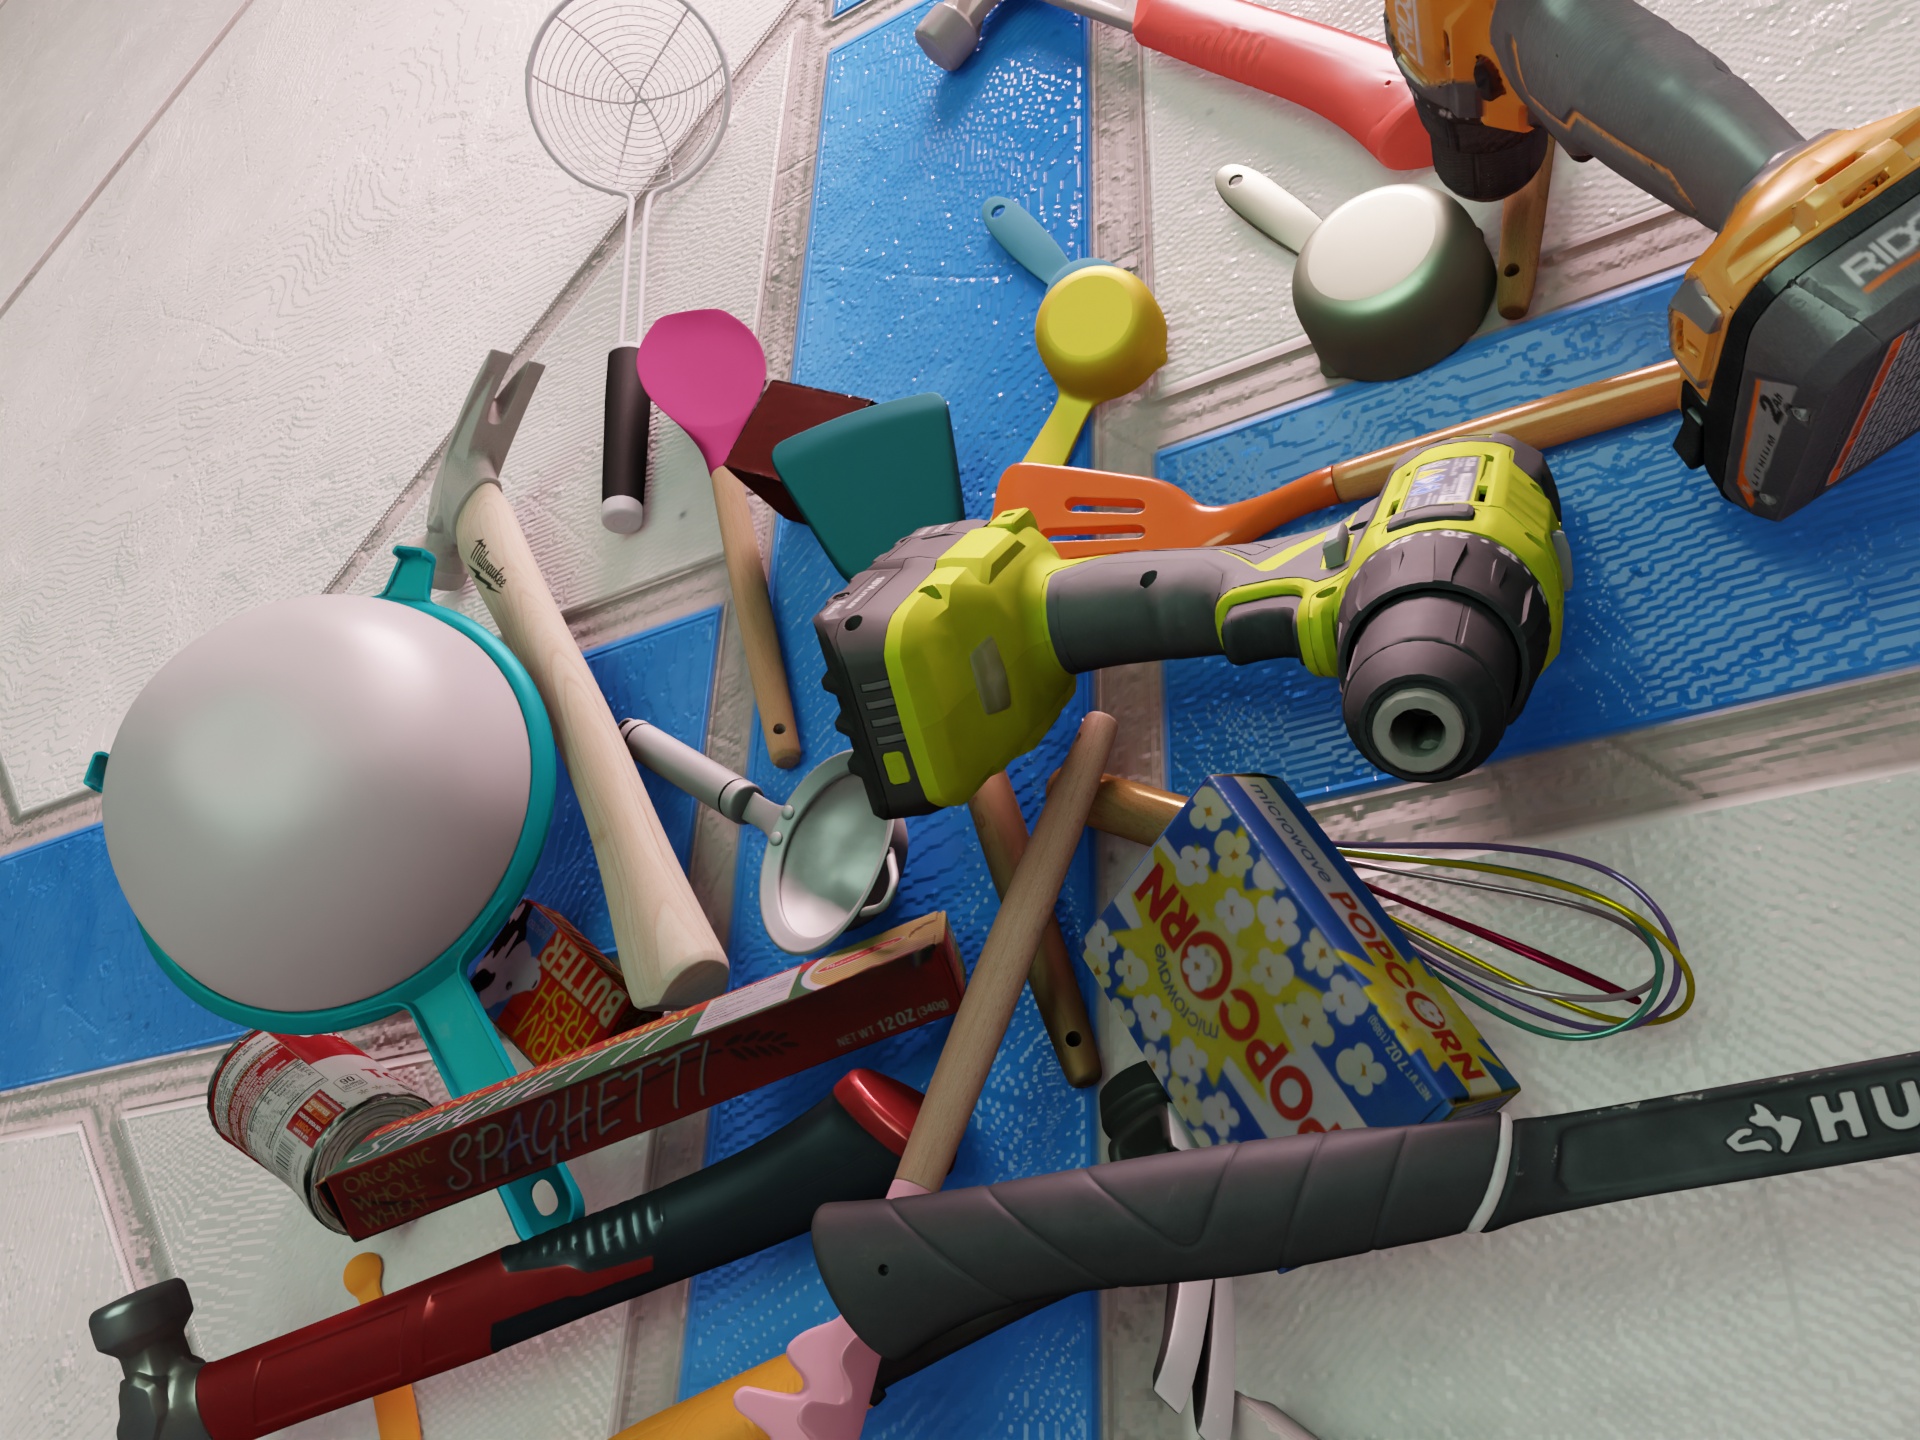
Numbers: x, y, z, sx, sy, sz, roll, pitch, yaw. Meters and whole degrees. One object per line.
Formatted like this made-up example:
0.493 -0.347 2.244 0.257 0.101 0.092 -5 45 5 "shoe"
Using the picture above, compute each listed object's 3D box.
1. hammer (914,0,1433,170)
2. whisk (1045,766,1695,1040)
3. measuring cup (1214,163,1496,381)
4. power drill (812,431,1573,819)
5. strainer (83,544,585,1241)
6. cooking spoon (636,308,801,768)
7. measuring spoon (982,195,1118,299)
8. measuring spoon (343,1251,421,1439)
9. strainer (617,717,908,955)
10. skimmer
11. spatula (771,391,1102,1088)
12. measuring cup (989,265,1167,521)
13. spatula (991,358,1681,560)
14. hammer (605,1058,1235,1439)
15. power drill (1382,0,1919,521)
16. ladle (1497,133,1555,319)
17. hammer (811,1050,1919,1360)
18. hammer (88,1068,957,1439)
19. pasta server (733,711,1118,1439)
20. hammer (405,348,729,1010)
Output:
0.117 -0.342 0.765 0.149 0.036 0.359 -48 46 3 "hammer"
0.120 0.053 0.529 0.245 0.047 0.051 16 76 46 "whisk"
0.148 -0.203 0.656 0.083 0.038 0.168 -43 49 8 "measuring cup"
0.074 -0.026 0.510 0.228 0.080 0.190 -7 21 25 "power drill"
-0.259 0.072 0.673 0.211 0.095 0.341 -35 66 -4 "strainer"
-0.115 -0.105 0.801 0.068 0.017 0.319 -10 53 -9 "cooking spoon"
0.036 -0.226 0.763 0.042 0.021 0.129 -41 49 9 "measuring spoon"
-0.250 0.278 0.684 0.021 0.011 0.117 -43 47 8 "measuring spoon"
-0.088 0.037 0.690 0.259 0.050 0.087 24 87 48 "strainer"
-0.196 -0.277 0.918 0.127 0.090 0.364 -4 60 -1 "skimmer"
-0.001 -0.002 0.637 0.082 0.044 0.318 -19 56 -1 "spatula"
0.038 -0.128 0.693 0.062 0.029 0.156 24 83 24 "measuring cup"
0.160 -0.099 0.586 0.322 0.041 0.081 -14 56 28 "spatula"
-0.057 0.235 0.534 0.337 0.034 0.127 -33 25 20 "hammer"
0.213 -0.173 0.501 0.084 0.185 0.226 -34 67 7 "power drill"
0.243 -0.298 0.653 0.069 0.031 0.316 -3 65 38 "ladle"
0.151 0.104 0.396 0.409 0.036 0.149 -14 75 16 "hammer"
-0.168 0.234 0.605 0.386 0.038 0.143 -25 83 18 "hammer"
-0.011 0.123 0.518 0.060 0.040 0.316 -32 29 58 "pasta server"
-0.192 -0.026 0.774 0.146 0.038 0.411 -59 44 25 "hammer"
